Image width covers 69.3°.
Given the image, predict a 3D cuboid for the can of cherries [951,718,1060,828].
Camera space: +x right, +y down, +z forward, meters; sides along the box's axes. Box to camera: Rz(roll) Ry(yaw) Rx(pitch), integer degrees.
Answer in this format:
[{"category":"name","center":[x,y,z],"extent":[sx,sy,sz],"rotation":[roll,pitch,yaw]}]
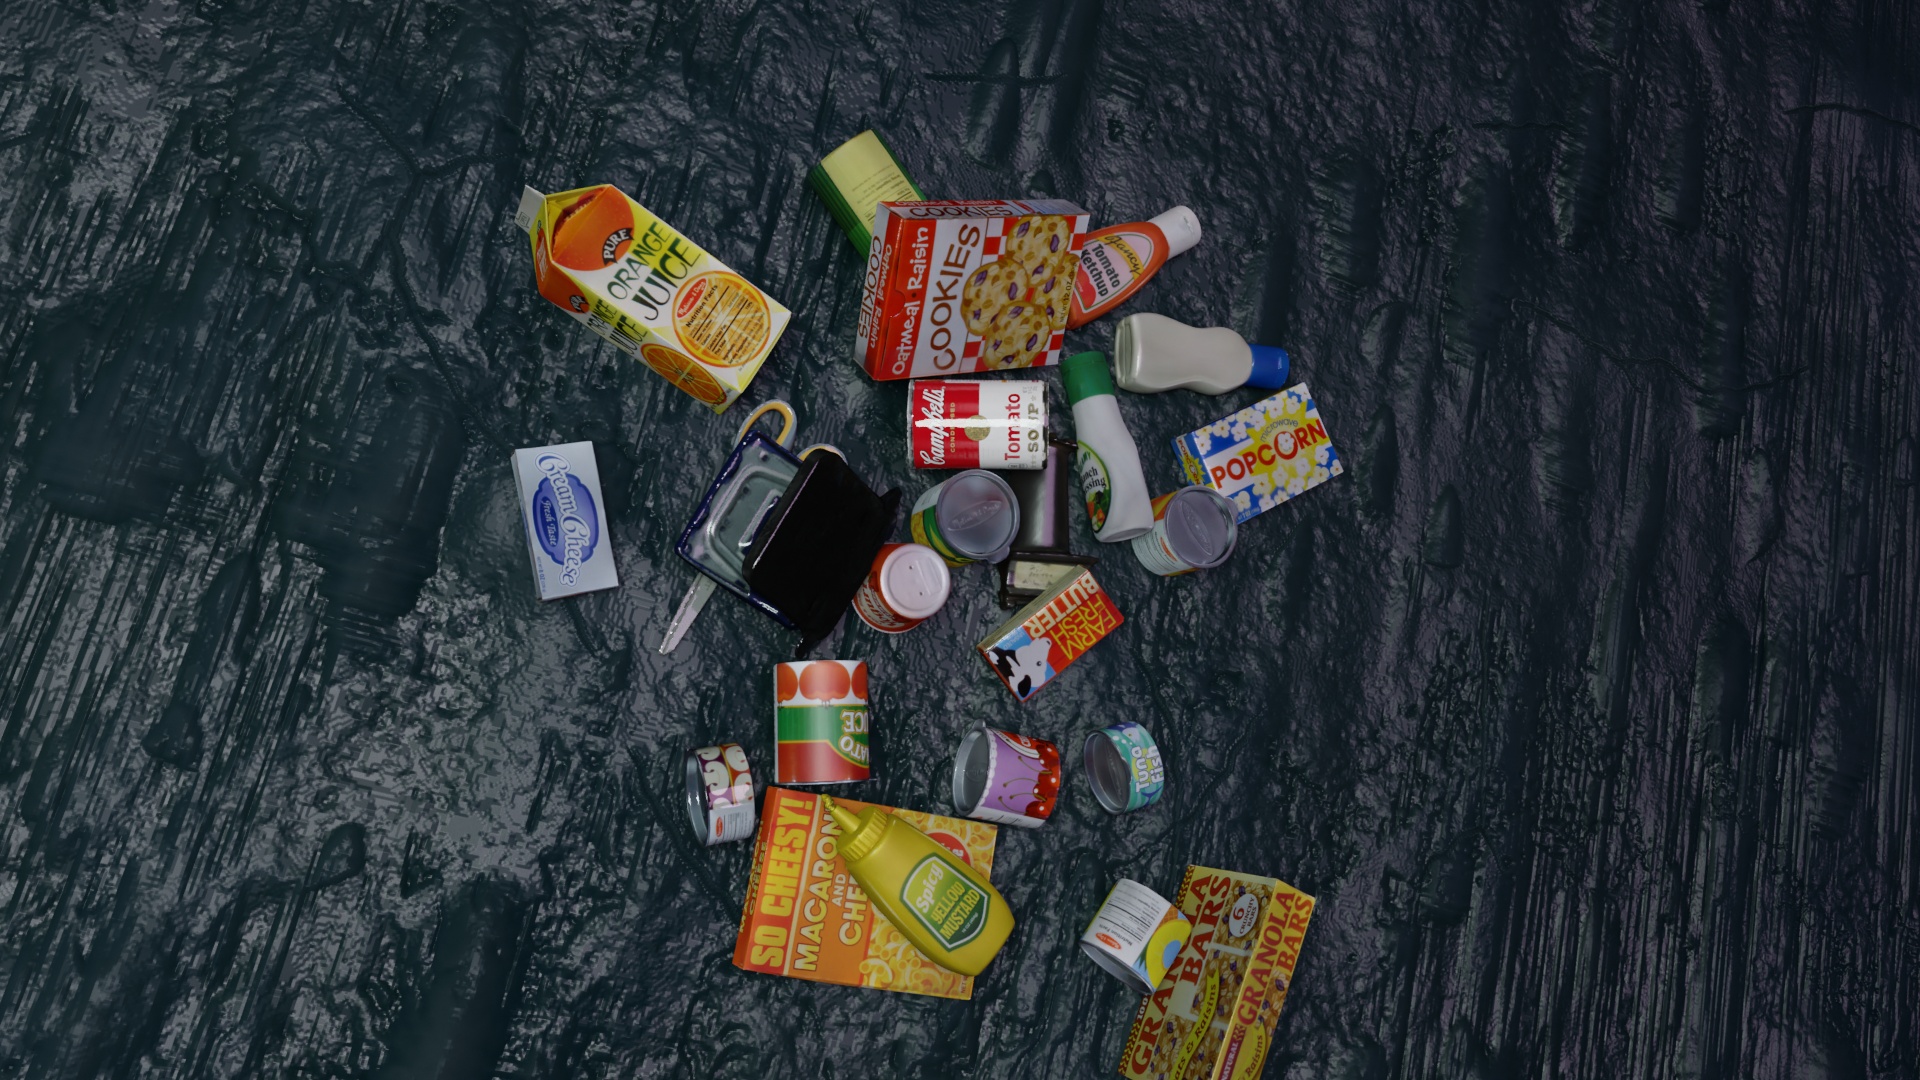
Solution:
[{"category":"can of cherries","center":[0.034,0.170,1.013],"extent":[0.058,0.071,0.071],"rotation":[15,77,-19]}]

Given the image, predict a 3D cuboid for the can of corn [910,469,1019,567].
[{"category":"can of corn","center":[0.004,-0.013,1.035],"extent":[0.071,0.058,0.071],"rotation":[4,80,-22]}]

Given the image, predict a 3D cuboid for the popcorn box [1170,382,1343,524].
[{"category":"popcorn box","center":[0.246,-0.070,1.153],"extent":[0.127,0.038,0.085],"rotation":[-24,91,-23]}]

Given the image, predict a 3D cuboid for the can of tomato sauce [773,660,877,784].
[{"category":"can of tomato sauce","center":[-0.095,0.127,0.968],"extent":[0.071,0.071,0.083],"rotation":[1,81,-22]}]

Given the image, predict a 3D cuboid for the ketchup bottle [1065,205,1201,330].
[{"category":"ketchup bottle","center":[0.130,-0.228,1.129],"extent":[0.149,0.043,0.064],"rotation":[-31,94,-24]}]

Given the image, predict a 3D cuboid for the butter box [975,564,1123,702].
[{"category":"butter box","center":[0.068,0.070,1.048],"extent":[0.103,0.024,0.053],"rotation":[-38,109,-7]}]

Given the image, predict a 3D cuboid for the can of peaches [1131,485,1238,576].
[{"category":"can of peaches","center":[0.179,-0.008,1.105],"extent":[0.071,0.058,0.071],"rotation":[4,80,-21]}]

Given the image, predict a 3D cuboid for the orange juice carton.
[{"category":"orange juice carton","center":[-0.222,-0.176,0.963],"extent":[0.192,0.071,0.073],"rotation":[34,71,-14]}]

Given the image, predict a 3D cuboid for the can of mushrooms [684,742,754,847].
[{"category":"can of mushrooms","center":[-0.163,0.169,0.936],"extent":[0.033,0.071,0.071],"rotation":[-7,84,-22]}]

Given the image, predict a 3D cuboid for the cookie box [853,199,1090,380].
[{"category":"cookie box","center":[0.009,-0.186,1.024],"extent":[0.168,0.040,0.122],"rotation":[-10,125,-33]}]

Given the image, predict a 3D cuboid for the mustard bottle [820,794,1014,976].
[{"category":"mustard bottle","center":[-0.037,0.227,0.941],"extent":[0.160,0.048,0.065],"rotation":[43,67,-12]}]

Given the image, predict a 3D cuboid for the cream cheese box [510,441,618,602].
[{"category":"cream cheese box","center":[-0.269,-0.014,0.944],"extent":[0.053,0.024,0.104],"rotation":[-10,86,-24]}]

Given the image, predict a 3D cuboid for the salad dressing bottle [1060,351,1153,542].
[{"category":"salad dressing bottle","center":[0.113,-0.074,1.090],"extent":[0.044,0.064,0.148],"rotation":[-9,77,-16]}]

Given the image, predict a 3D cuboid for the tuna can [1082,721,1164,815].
[{"category":"tuna can","center":[0.124,0.171,1.047],"extent":[0.033,0.071,0.071],"rotation":[-12,86,-24]}]

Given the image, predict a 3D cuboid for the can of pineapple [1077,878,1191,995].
[{"category":"can of pineapple","center":[0.131,0.295,1.034],"extent":[0.071,0.071,0.058],"rotation":[42,69,-11]}]

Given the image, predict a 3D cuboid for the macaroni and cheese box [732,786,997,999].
[{"category":"macaroni and cheese box","center":[-0.065,0.248,0.976],"extent":[0.166,0.040,0.124],"rotation":[14,76,-20]}]

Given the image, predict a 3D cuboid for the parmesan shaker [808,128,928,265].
[{"category":"parmesan shaker","center":[-0.057,-0.249,1.044],"extent":[0.071,0.071,0.103],"rotation":[-38,96,-22]}]

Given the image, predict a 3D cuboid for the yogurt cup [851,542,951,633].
[{"category":"yogurt cup","center":[-0.042,0.032,1.012],"extent":[0.072,0.054,0.072],"rotation":[4,81,-22]}]

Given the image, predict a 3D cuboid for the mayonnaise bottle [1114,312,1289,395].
[{"category":"mayonnaise bottle","center":[0.200,-0.149,1.146],"extent":[0.148,0.041,0.065],"rotation":[4,82,-22]}]

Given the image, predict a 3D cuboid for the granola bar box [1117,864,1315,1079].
[{"category":"granola bar box","center":[0.186,0.328,1.018],"extent":[0.039,0.124,0.166],"rotation":[28,73,-16]}]
